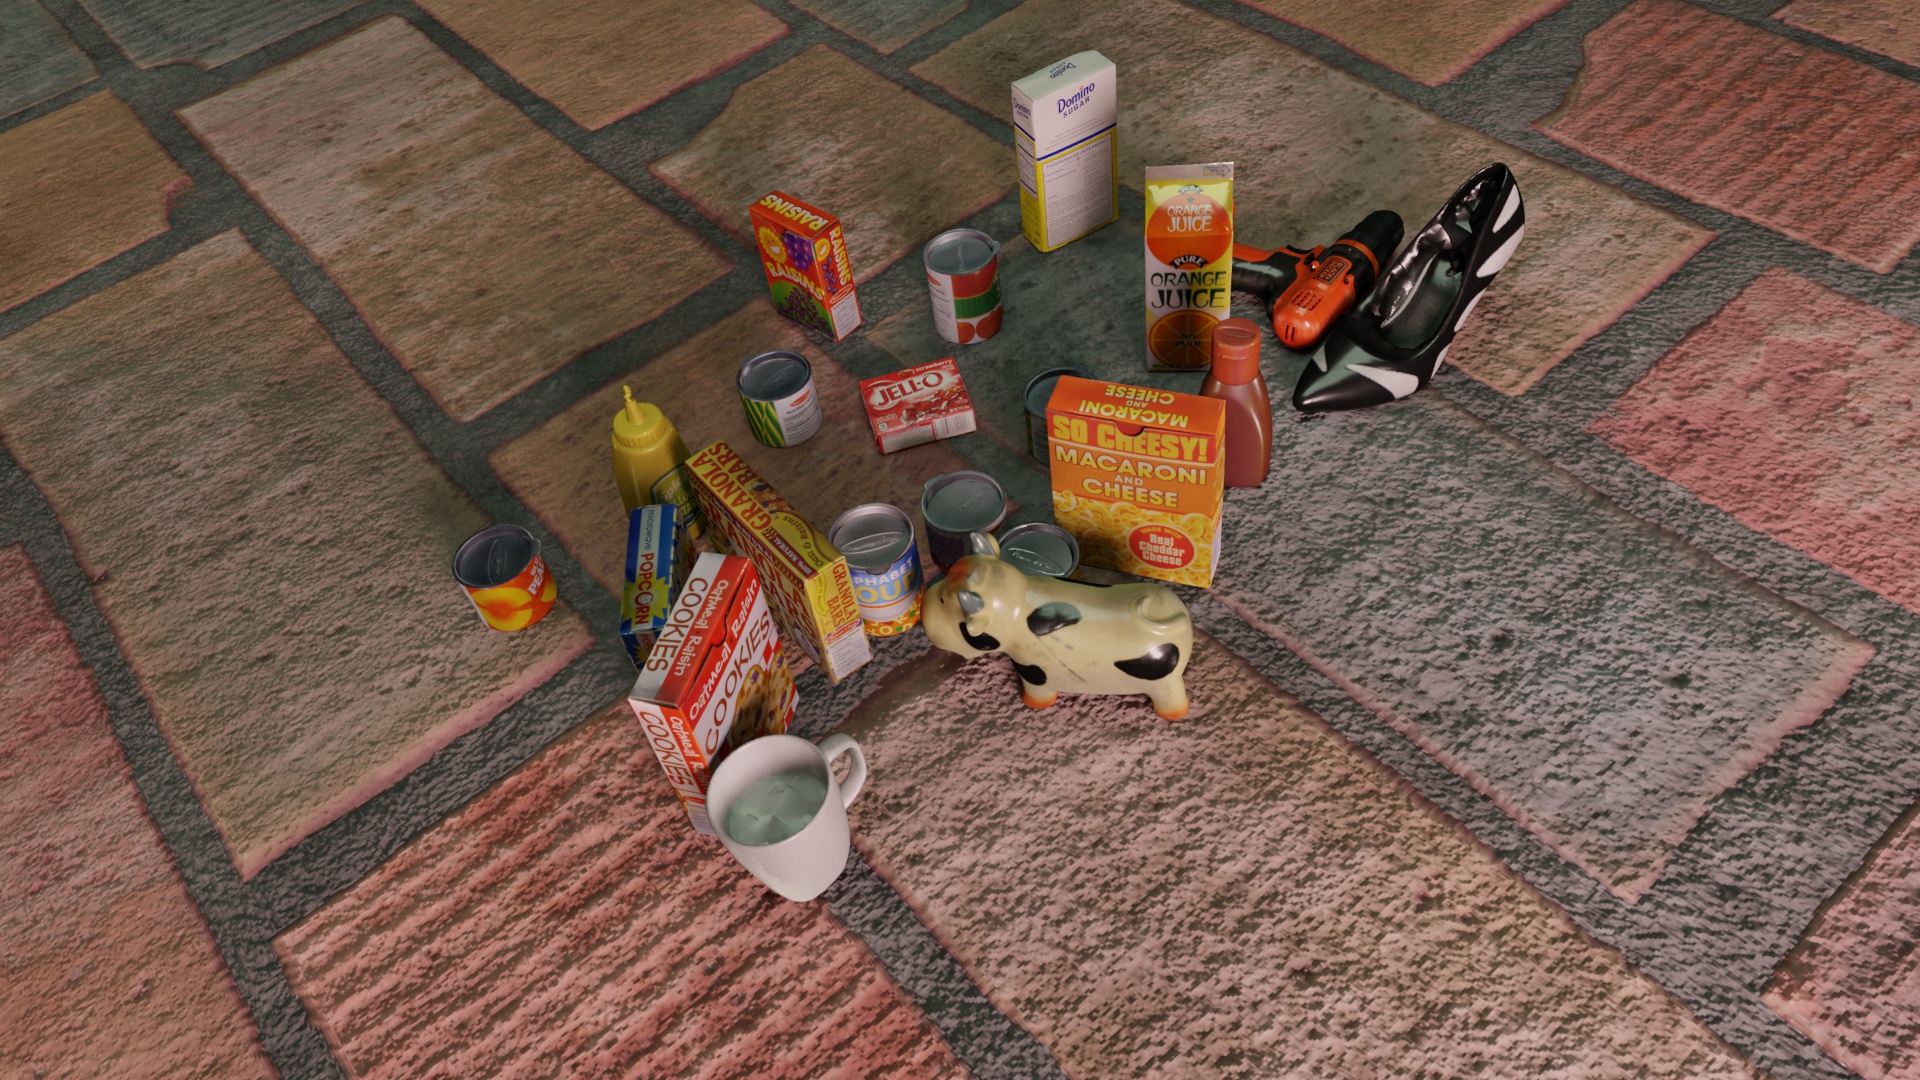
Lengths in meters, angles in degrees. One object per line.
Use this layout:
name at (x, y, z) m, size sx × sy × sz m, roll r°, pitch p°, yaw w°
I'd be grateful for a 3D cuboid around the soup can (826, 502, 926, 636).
soup can at (-0.062, 0.025, 1.055) m, size 0.071 × 0.083 × 0.072 m, roll -4°, pitch 49°, yaw 5°

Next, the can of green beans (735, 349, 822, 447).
can of green beans at (-0.158, -0.124, 1.217) m, size 0.071 × 0.057 × 0.071 m, roll -4°, pitch 49°, yaw 5°

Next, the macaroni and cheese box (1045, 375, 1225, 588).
macaroni and cheese box at (0.131, -0.040, 1.030) m, size 0.124 × 0.165 × 0.040 m, roll 10°, pitch 51°, yaw 17°

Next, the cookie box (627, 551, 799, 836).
cookie box at (-0.160, 0.107, 0.941) m, size 0.040 × 0.166 × 0.123 m, roll 7°, pitch 50°, yaw 14°

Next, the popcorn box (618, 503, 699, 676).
popcorn box at (-0.226, 0.045, 1.059) m, size 0.038 × 0.084 × 0.127 m, roll -8°, pitch 48°, yaw 1°

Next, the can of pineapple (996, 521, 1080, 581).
can of pineapple at (0.057, 0.029, 1.051) m, size 0.071 × 0.057 × 0.071 m, roll -4°, pitch 49°, yaw 5°

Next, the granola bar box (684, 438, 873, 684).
granola bar box at (-0.138, 0.016, 1.047) m, size 0.039 × 0.123 × 0.166 m, roll -34°, pitch 53°, yaw -20°

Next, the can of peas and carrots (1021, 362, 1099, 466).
can of peas and carrots at (0.088, -0.105, 1.164) m, size 0.071 × 0.058 × 0.071 m, roll -4°, pitch 49°, yaw 5°

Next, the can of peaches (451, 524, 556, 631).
can of peaches at (-0.361, 0.030, 1.111) m, size 0.071 × 0.057 × 0.071 m, roll -4°, pitch 49°, yaw 5°

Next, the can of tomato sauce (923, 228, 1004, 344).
can of tomato sauce at (0.006, -0.232, 1.272) m, size 0.071 × 0.082 × 0.071 m, roll -4°, pitch 49°, yaw 5°

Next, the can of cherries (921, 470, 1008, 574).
can of cherries at (0.004, -0.014, 1.096) m, size 0.071 × 0.058 × 0.072 m, roll -4°, pitch 49°, yaw 5°

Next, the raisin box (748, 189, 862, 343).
raisin box at (-0.143, -0.253, 1.285) m, size 0.086 × 0.122 × 0.040 m, roll 31°, pitch 60°, yaw 30°

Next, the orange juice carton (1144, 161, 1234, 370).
orange juice carton at (0.193, -0.237, 1.177) m, size 0.072 × 0.191 × 0.073 m, roll 1°, pitch 49°, yaw 9°

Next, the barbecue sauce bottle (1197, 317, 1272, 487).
barbecue sauce bottle at (0.213, -0.107, 1.088) m, size 0.065 × 0.147 × 0.044 m, roll 15°, pitch 53°, yaw 20°

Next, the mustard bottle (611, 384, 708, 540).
mustard bottle at (-0.245, -0.060, 1.105) m, size 0.049 × 0.159 × 0.065 m, roll 33°, pitch 60°, yaw 31°
